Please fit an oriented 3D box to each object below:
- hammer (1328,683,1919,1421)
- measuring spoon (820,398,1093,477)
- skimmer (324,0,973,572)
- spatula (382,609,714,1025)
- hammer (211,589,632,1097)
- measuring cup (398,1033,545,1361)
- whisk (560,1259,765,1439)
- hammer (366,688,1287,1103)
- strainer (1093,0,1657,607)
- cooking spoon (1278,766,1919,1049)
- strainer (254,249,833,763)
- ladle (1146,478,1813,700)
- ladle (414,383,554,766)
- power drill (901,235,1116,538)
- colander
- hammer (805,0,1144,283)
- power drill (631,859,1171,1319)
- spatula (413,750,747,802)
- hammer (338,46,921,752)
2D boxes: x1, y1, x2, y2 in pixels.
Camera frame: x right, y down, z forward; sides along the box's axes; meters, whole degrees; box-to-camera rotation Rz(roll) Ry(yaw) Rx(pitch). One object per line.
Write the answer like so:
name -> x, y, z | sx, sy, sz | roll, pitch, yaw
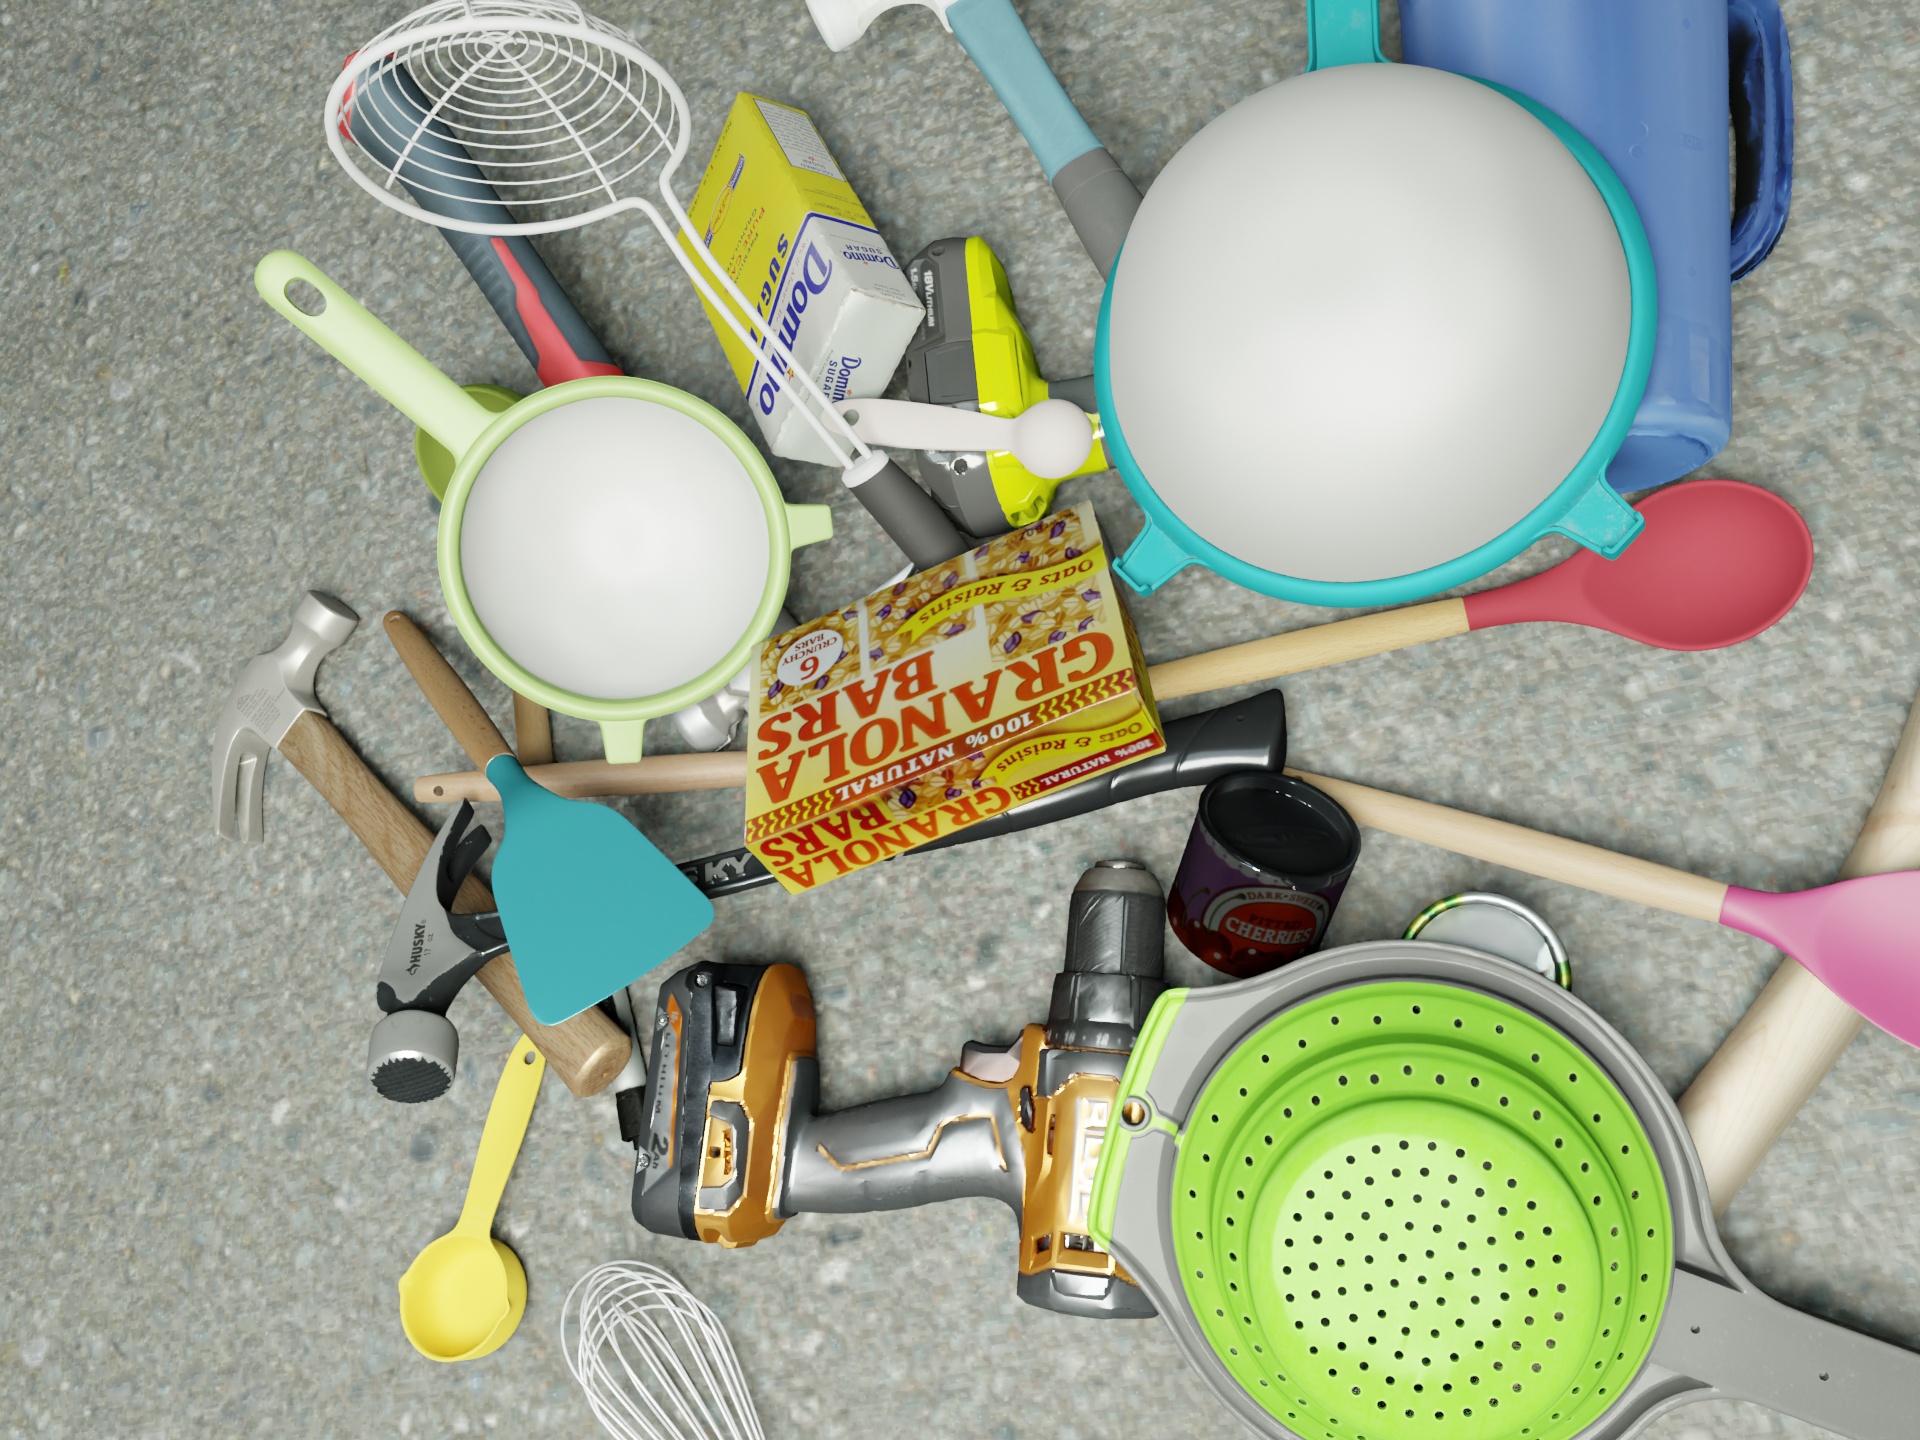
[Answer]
hammer -> 0.309, 0.141, 0.600 | 0.146, 0.038, 0.410 | 35, 90, 20
measuring spoon -> -0.005, -0.127, 0.686 | 0.124, 0.018, 0.034 | 8, 86, 16
skimmer -> -0.085, -0.129, 0.641 | 0.127, 0.363, 0.090 | -20, 34, 36
spatula -> -0.218, 0.020, 0.740 | 0.082, 0.044, 0.318 | -33, 40, -16
hammer -> -0.276, 0.071, 0.798 | 0.332, 0.031, 0.130 | 39, 94, 28
measuring cup -> -0.223, 0.228, 0.771 | 0.062, 0.029, 0.157 | 5, 68, 20
whisk -> -0.078, 0.352, 0.677 | 0.070, 0.070, 0.285 | -42, 74, 6
hammer -> -0.055, 0.052, 0.695 | 0.409, 0.036, 0.149 | -15, 42, 2
strainer -> 0.137, -0.215, 0.580 | 0.211, 0.095, 0.340 | -3, 85, 21
cooking spoon -> 0.266, 0.063, 0.610 | 0.319, 0.017, 0.069 | 16, 76, 32
strainer -> -0.194, -0.111, 0.703 | 0.256, 0.069, 0.151 | 40, 91, -17
ladle -> 0.191, -0.039, 0.684 | 0.315, 0.031, 0.069 | -12, 84, 18
ladle -> -0.226, -0.018, 0.805 | 0.078, 0.062, 0.320 | -14, 77, 19
power drill -> 0.092, -0.174, 0.724 | 0.223, 0.080, 0.171 | -9, 75, 13
colander -> 0.234, 0.205, 0.532 | 0.397, 0.094, 0.204 | 17, 90, 14
hammer -> 0.057, -0.228, 0.689 | 0.128, 0.033, 0.331 | -30, 73, 5
power drill -> -0.016, 0.149, 0.687 | 0.226, 0.084, 0.185 | 2, 77, 15
spatula -> -0.109, 0.021, 0.752 | 0.316, 0.018, 0.060 | -5, 98, 9
hammer -> -0.176, -0.181, 0.782 | 0.143, 0.038, 0.386 | -35, 85, 8
